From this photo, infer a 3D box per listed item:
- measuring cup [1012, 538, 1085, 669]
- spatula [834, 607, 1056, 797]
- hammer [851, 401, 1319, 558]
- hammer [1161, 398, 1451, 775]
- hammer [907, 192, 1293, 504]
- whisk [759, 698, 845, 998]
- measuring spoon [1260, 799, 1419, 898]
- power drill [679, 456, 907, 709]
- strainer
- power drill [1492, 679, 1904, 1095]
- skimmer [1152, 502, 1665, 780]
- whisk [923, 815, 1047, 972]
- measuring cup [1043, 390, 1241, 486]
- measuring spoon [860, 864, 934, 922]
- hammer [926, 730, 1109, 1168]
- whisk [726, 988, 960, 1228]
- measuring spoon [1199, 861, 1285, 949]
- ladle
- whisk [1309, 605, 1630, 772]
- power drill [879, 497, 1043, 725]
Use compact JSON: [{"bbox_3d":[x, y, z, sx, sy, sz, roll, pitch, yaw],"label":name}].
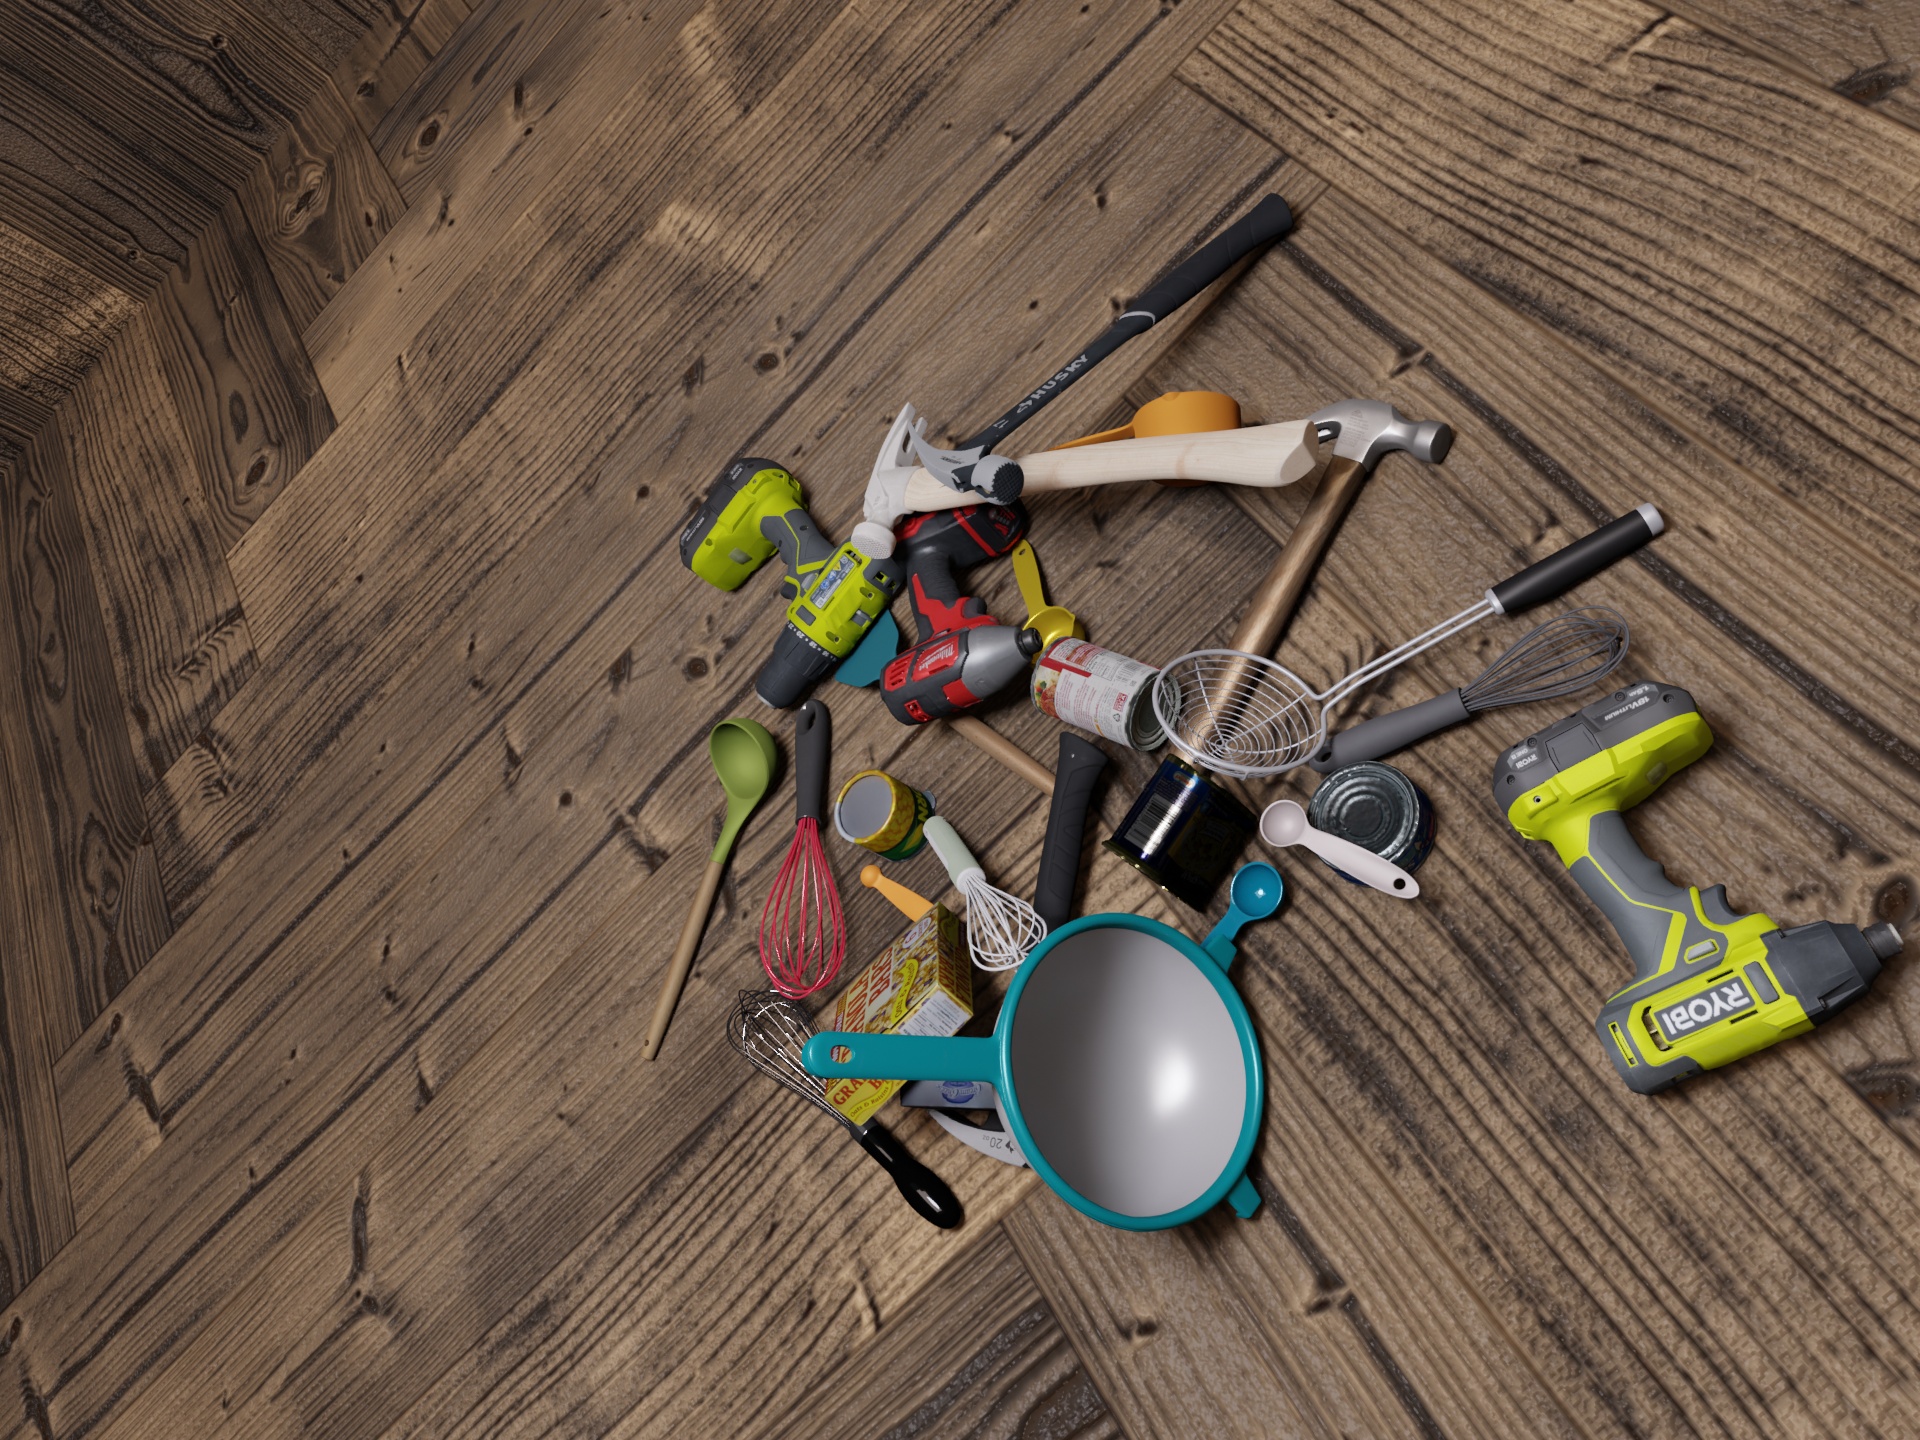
[{"bbox_3d":[0.071,-0.100,1.369,0.062,0.029,0.157,-34,42,21],"label":"measuring cup"},{"bbox_3d":[-0.002,-0.004,1.374,0.318,0.044,0.082,36,91,35],"label":"spatula"},{"bbox_3d":[0.093,-0.211,1.280,0.411,0.038,0.146,0,62,36],"label":"hammer"},{"bbox_3d":[0.246,-0.102,1.235,0.130,0.031,0.331,27,87,40],"label":"hammer"},{"bbox_3d":[0.129,-0.318,1.314,0.409,0.036,0.149,-41,38,-18],"label":"hammer"},{"bbox_3d":[-0.134,0.106,1.396,0.073,0.073,0.296,-20,52,27],"label":"whisk"},{"bbox_3d":[0.264,0.093,1.102,0.124,0.018,0.034,29,88,33],"label":"measuring spoon"},{"bbox_3d":[-0.169,-0.134,1.516,0.190,0.080,0.229,-52,53,5],"label":"power drill"},{"bbox_3d":[0.042,0.237,1.072,0.095,0.340,0.211,-37,51,57],"label":"strainer"},{"bbox_3d":[0.444,0.095,0.980,0.171,0.080,0.223,-32,58,21],"label":"power drill"},{"bbox_3d":[0.313,-0.069,1.121,0.363,0.090,0.127,-30,44,16],"label":"skimmer"},{"bbox_3d":[0.010,0.130,1.237,0.059,0.057,0.247,-29,25,-5],"label":"whisk"},{"bbox_3d":[0.148,-0.218,1.312,0.173,0.095,0.052,-12,72,22],"label":"measuring cup"},{"bbox_3d":[-0.046,0.152,1.338,0.117,0.011,0.021,30,88,40],"label":"measuring spoon"},{"bbox_3d":[0.061,0.171,1.229,0.146,0.035,0.335,1,74,35],"label":"hammer"},{"bbox_3d":[-0.096,0.308,1.277,0.285,0.070,0.070,37,93,36],"label":"whisk"},{"bbox_3d":[0.196,0.160,1.165,0.042,0.021,0.128,44,106,40],"label":"measuring spoon"},{"bbox_3d":[-0.239,0.152,1.448,0.078,0.062,0.320,12,80,39],"label":"ladle"},{"bbox_3d":[0.350,-0.015,1.113,0.239,0.055,0.055,-26,56,29],"label":"whisk"},{"bbox_3d":[0.002,-0.107,1.357,0.143,0.078,0.220,-22,49,26],"label":"power drill"}]
